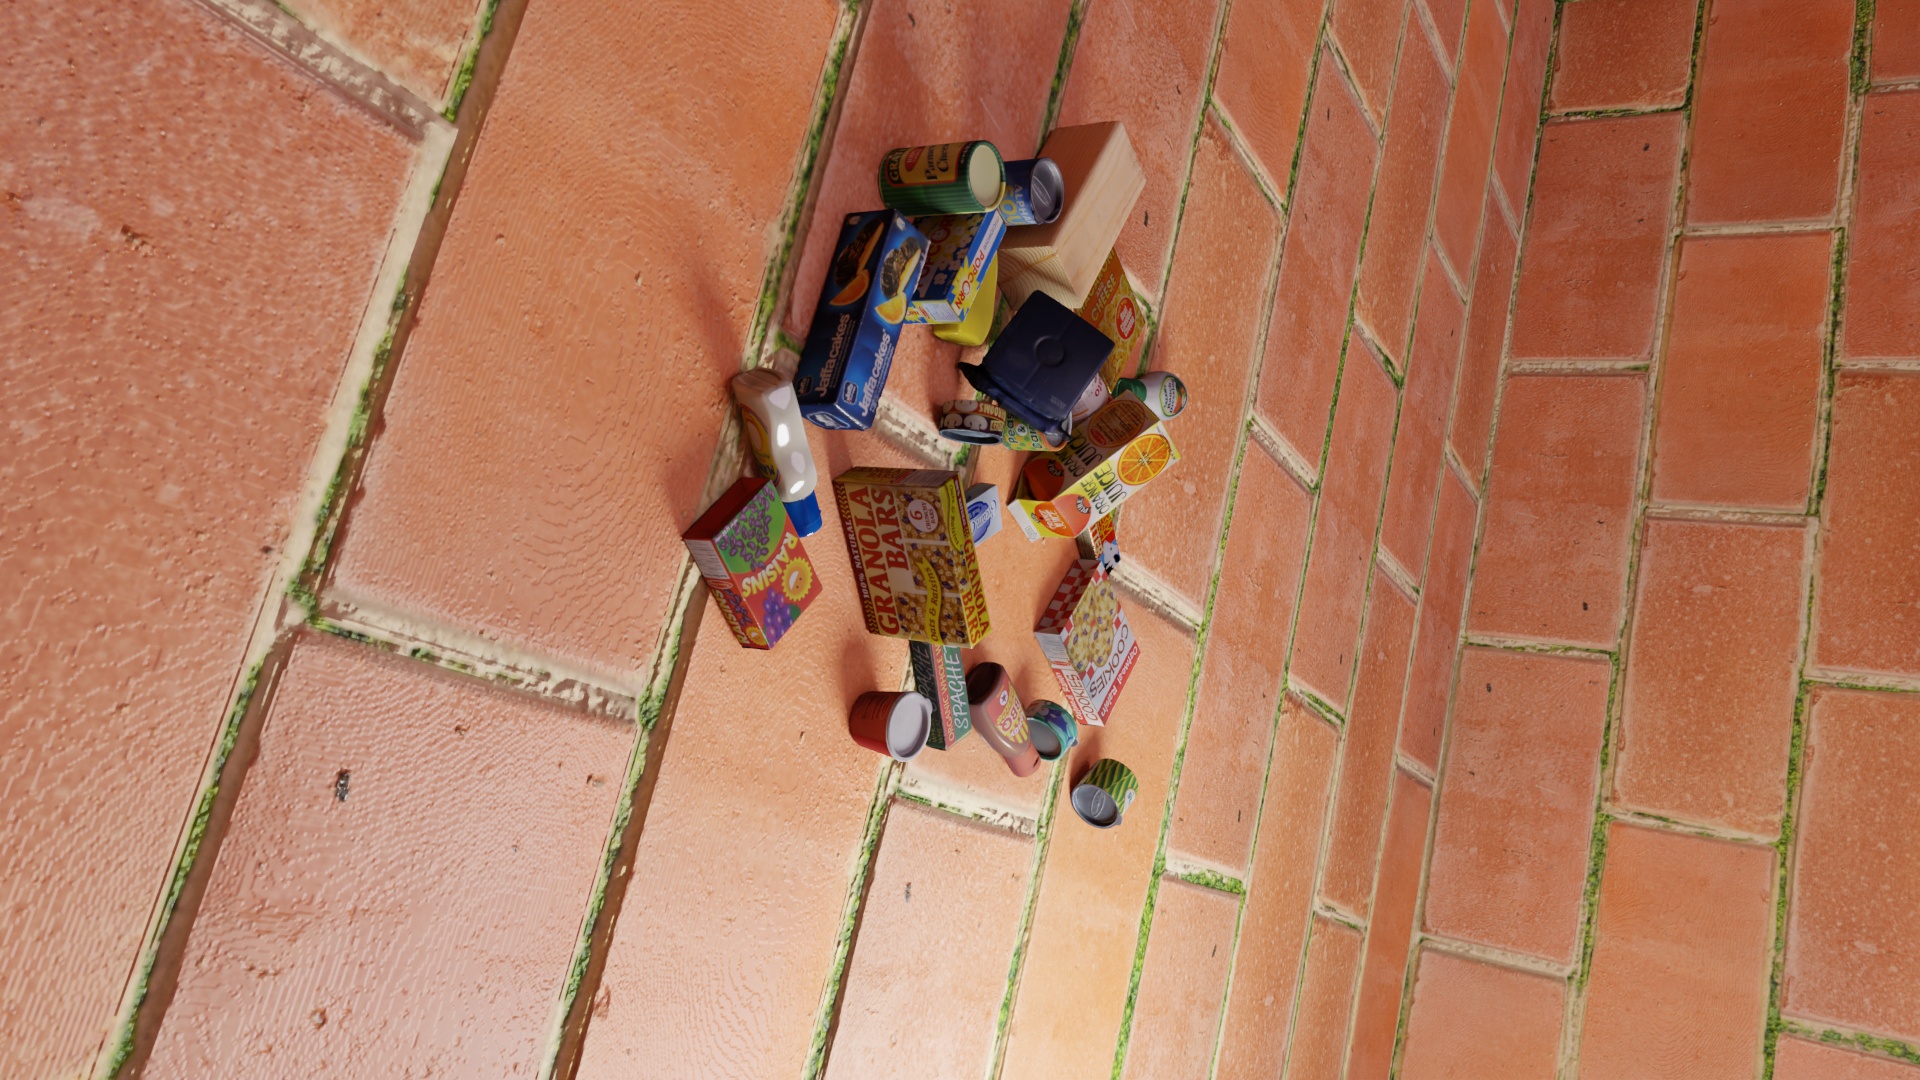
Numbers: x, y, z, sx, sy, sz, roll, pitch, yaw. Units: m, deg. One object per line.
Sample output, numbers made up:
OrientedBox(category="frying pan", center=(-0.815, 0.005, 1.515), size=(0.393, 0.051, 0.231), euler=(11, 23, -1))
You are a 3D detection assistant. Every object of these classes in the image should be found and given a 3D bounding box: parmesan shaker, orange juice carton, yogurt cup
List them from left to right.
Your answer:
OrientedBox(category="yogurt cup", center=(-0.070, 0.176, 1.342), size=(0.072, 0.054, 0.072), euler=(-10, 102, -55))
OrientedBox(category="parmesan shaker", center=(-0.016, -0.344, 1.318), size=(0.071, 0.103, 0.071), euler=(-9, 101, -55))
OrientedBox(category="orange juice carton", center=(0.142, -0.075, 1.562), size=(0.193, 0.073, 0.071), euler=(-37, 134, 1))

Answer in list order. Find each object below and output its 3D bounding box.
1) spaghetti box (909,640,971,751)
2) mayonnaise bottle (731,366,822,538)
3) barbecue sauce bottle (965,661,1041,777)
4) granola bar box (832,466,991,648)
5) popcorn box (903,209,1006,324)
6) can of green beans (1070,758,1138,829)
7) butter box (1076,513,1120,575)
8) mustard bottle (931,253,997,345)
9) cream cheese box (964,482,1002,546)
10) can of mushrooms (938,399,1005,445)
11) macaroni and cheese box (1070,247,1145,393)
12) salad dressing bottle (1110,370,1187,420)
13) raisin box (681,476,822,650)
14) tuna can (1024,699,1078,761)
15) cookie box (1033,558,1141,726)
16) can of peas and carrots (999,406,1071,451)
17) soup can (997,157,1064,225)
OrientedBox(category="spaghetti box", center=(-0.028, 0.093, 1.416), size=(0.050, 0.028, 0.249), euler=(-30, 118, -50))
OrientedBox(category="mayonnaise bottle", center=(-0.153, -0.073, 1.189), size=(0.041, 0.065, 0.147), euler=(-29, 124, -27))
OrientedBox(category="barbecue sauce bottle", center=(0.048, 0.202, 1.525), size=(0.065, 0.043, 0.148), euler=(-59, 138, -34))
OrientedBox(category="granola bar box", center=(-0.045, 0.015, 1.298), size=(0.039, 0.124, 0.165), euler=(-37, 123, -47))
OrientedBox(category="popcorn box", center=(-0.018, -0.268, 1.340), size=(0.038, 0.085, 0.127), euler=(53, 52, -46))
OrientedBox(category="can of green beans", center=(0.178, 0.311, 1.707), size=(0.058, 0.071, 0.071), euler=(-41, 126, -46))
OrientedBox(category="butter box", center=(0.165, -0.005, 1.689), size=(0.053, 0.024, 0.103), euler=(-46, 129, -42))
OrientedBox(category="mustard bottle", center=(0.008, -0.280, 1.409), size=(0.065, 0.049, 0.160), euler=(19, 78, -57))
OrientedBox(category="cream cheese box", center=(0.005, -0.018, 1.456), size=(0.104, 0.024, 0.053), euler=(-35, 123, -48))
OrientedBox(category="can of mushrooms", center=(0.014, -0.120, 1.416), size=(0.071, 0.071, 0.033), euler=(20, 76, -55))
OrientedBox(category="macaroni and cheese box", center=(0.155, -0.274, 1.631), size=(0.124, 0.040, 0.165), euler=(-63, 140, -30))
OrientedBox(category="salad dressing bottle", center=(0.237, -0.184, 1.756), size=(0.148, 0.044, 0.064), euler=(-5, 99, -55))
OrientedBox(category="raisin box", center=(-0.175, 0.020, 1.185), size=(0.086, 0.040, 0.123), euler=(-53, 133, -39))
OrientedBox(category="tuna can", center=(0.099, 0.218, 1.579), size=(0.033, 0.071, 0.070), euler=(-45, 129, -41))
OrientedBox(category="cookie box", center=(0.156, 0.125, 1.678), size=(0.123, 0.040, 0.166), euler=(-57, 136, -35))
OrientedBox(category="can of peas and carrots", center=(0.080, -0.130, 1.522), size=(0.071, 0.058, 0.071), euler=(-9, 100, -55))
OrientedBox(category="soup can", center=(0.054, -0.357, 1.435), size=(0.071, 0.084, 0.071), euler=(-9, 102, -54))
